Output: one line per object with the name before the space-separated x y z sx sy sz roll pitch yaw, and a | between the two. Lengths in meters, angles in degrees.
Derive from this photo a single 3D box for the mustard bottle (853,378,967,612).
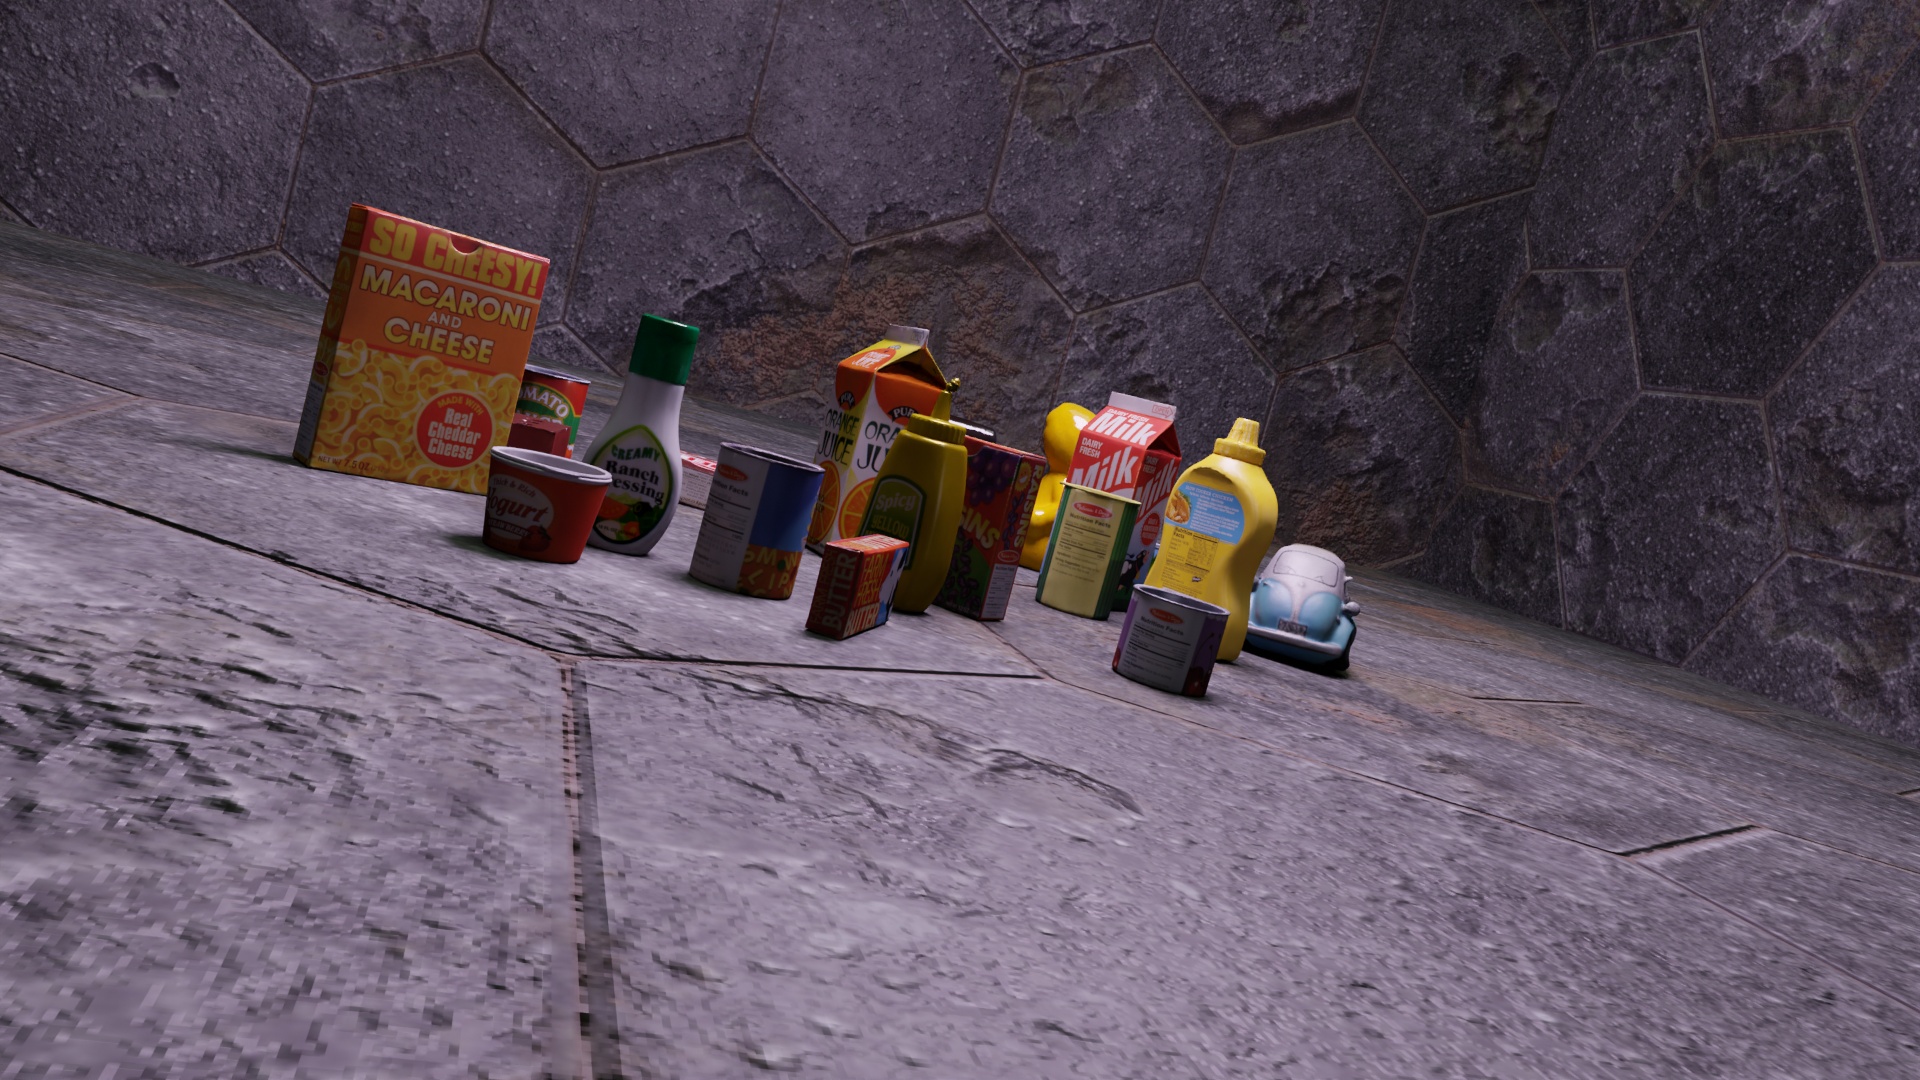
mustard bottle | -0.029 -0.034 0.940 0.065 0.160 0.049 18 6 29

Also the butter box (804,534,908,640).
butter box | -0.059 0.026 0.820 0.024 0.053 0.103 16 6 11

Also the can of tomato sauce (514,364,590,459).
can of tomato sauce | -0.341 -0.096 1.116 0.071 0.083 0.071 15 5 -1

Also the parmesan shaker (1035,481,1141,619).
parmesan shaker | 0.104 0.008 1.172 0.071 0.103 0.071 15 5 -1

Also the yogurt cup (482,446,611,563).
yogurt cup | -0.237 -0.020 0.788 0.072 0.054 0.072 15 5 -1

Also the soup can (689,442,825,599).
soup can | -0.124 -0.012 0.861 0.071 0.083 0.071 15 5 -1

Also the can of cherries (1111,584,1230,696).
can of cherries | 0.141 0.066 0.925 0.071 0.058 0.071 15 5 -1

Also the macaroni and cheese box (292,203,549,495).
macaroni and cheese box | -0.350 -0.121 0.908 0.124 0.166 0.040 11 7 -42

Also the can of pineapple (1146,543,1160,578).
can of pineapple | 0.205 0.036 1.403 0.071 0.057 0.071 15 5 -1

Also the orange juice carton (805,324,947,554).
orange juice carton | -0.066 -0.079 1.116 0.073 0.192 0.072 12 6 -30

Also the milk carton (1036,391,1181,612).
milk carton | 0.140 -0.036 1.257 0.072 0.190 0.073 19 6 35

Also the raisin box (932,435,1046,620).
raisin box | 0.004 -0.013 1.006 0.086 0.123 0.040 19 6 34

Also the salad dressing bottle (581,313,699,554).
salad dressing bottle | -0.200 -0.067 0.871 0.064 0.147 0.044 14 5 -12
